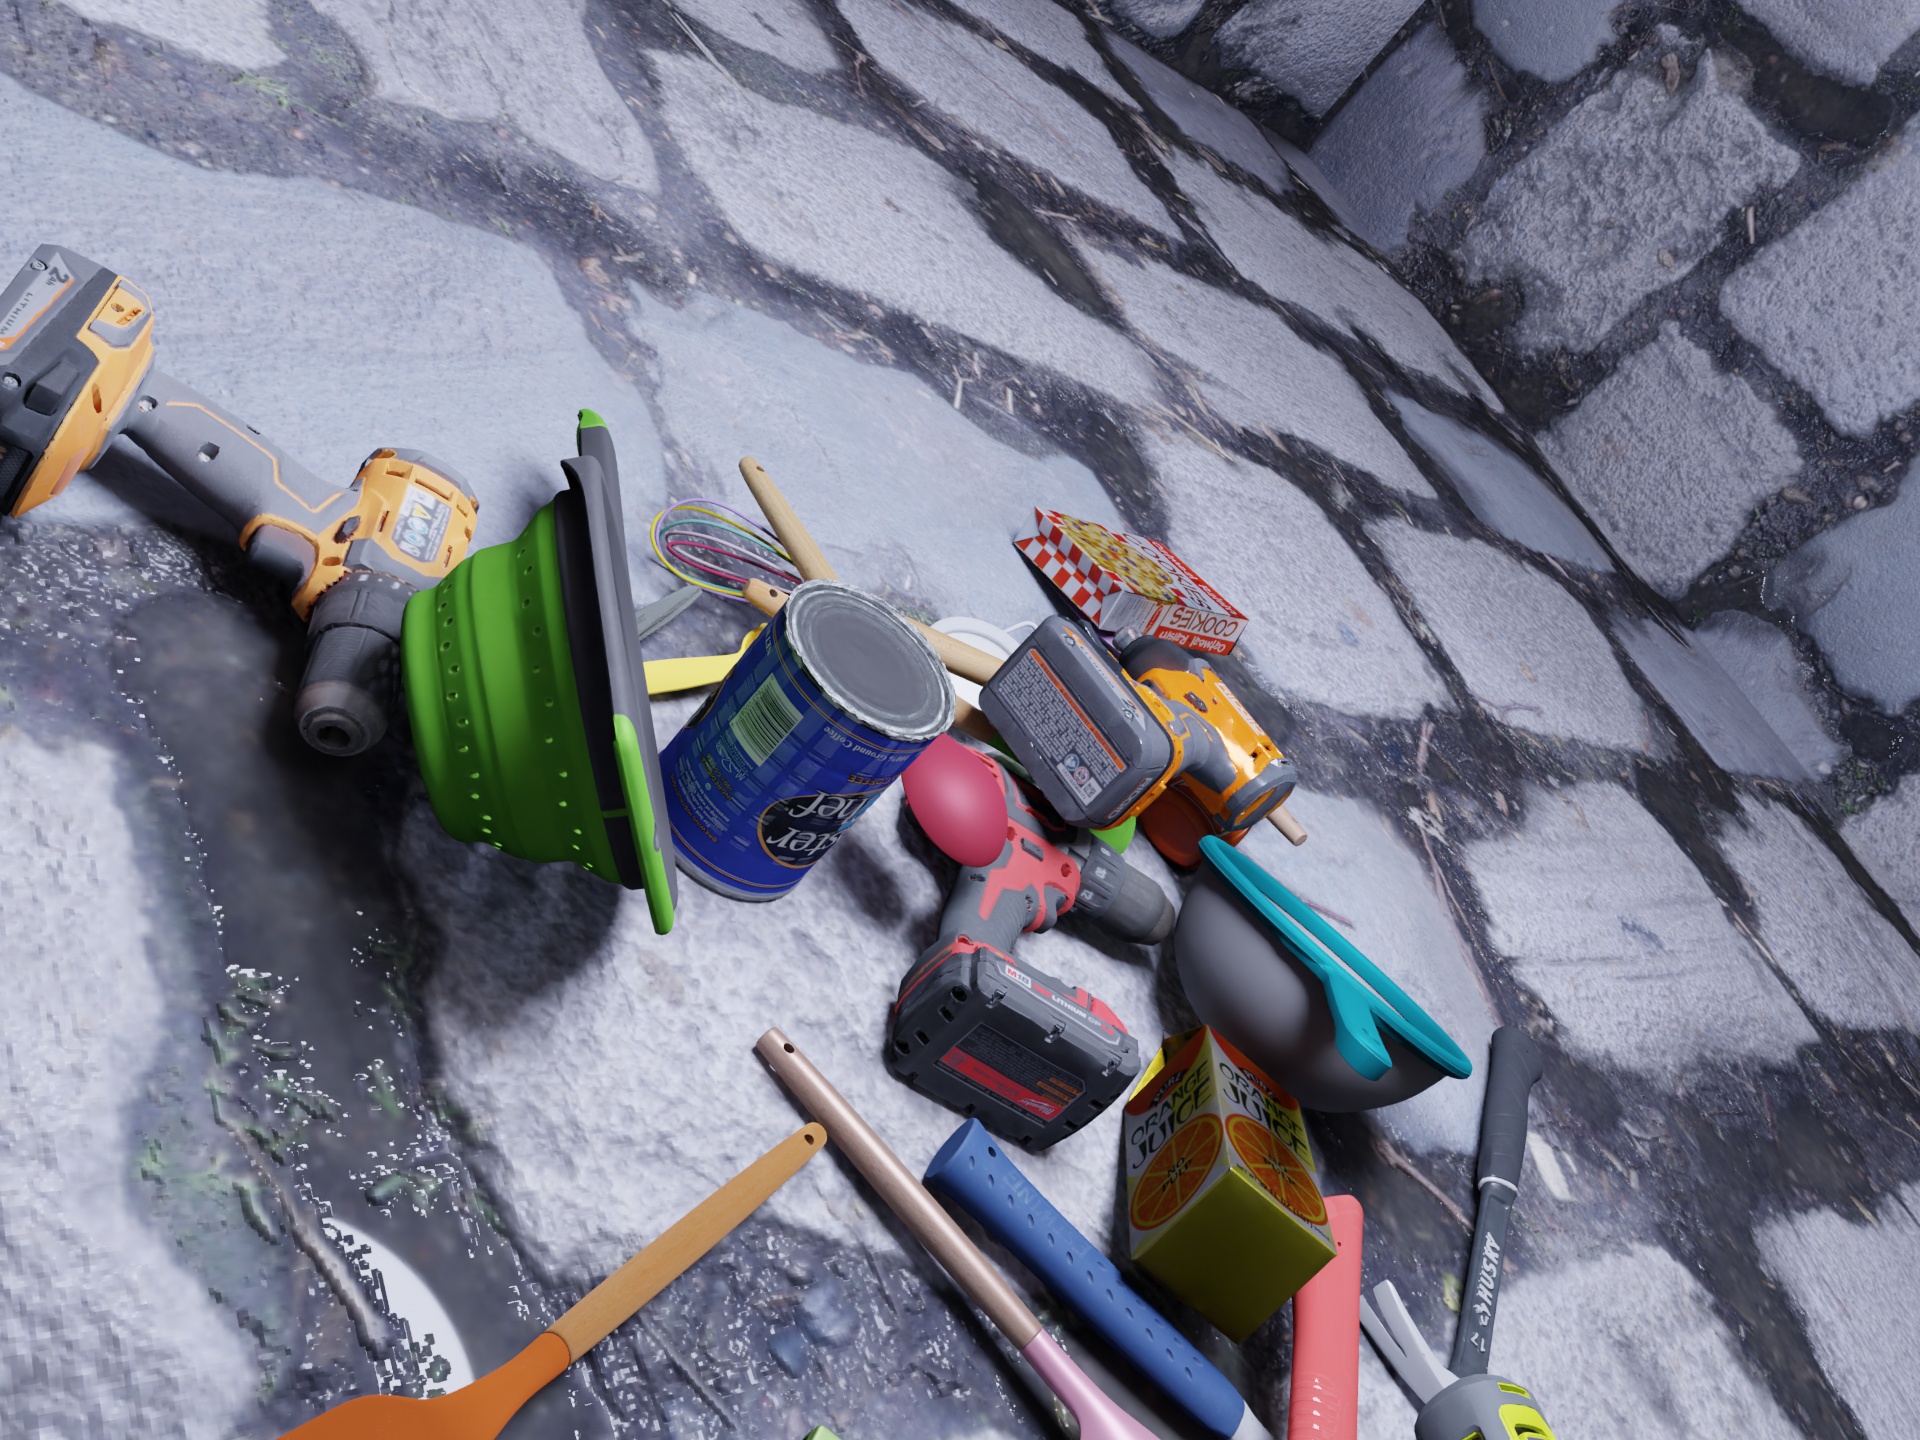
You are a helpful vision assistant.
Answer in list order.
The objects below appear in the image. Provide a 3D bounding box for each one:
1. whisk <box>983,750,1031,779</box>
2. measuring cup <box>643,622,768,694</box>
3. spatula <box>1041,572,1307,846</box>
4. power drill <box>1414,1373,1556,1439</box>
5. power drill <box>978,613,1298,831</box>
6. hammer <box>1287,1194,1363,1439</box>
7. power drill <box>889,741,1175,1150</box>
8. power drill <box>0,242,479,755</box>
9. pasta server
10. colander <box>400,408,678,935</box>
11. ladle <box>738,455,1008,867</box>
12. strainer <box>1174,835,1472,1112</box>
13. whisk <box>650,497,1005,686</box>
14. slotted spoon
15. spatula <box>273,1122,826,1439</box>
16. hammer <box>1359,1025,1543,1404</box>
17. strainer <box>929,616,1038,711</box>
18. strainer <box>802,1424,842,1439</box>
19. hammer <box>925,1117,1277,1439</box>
[{"bbox_3d":[0.075,0.017,1.086,0.246,0.058,0.059,-13,93,-50],"label":"whisk"},{"bbox_3d":[-0.144,-0.020,0.905,0.156,0.029,0.062,-9,54,-39],"label":"measuring cup"},{"bbox_3d":[0.160,-0.017,1.200,0.059,0.018,0.316,10,33,-45],"label":"spatula"},{"bbox_3d":[0.344,0.438,0.785,0.228,0.080,0.191,24,27,-28],"label":"power drill"},{"bbox_3d":[0.111,-0.005,1.016,0.226,0.084,0.164,4,44,-55],"label":"power drill"},{"bbox_3d":[0.167,0.368,0.710,0.149,0.036,0.359,36,35,-10],"label":"hammer"},{"bbox_3d":[0.049,0.126,0.899,0.187,0.080,0.227,33,30,-18],"label":"power drill"},{"bbox_3d":[-0.334,-0.091,0.713,0.226,0.084,0.186,31,35,-29],"label":"power drill"},{"bbox_3d":[0.009,0.267,0.732,0.316,0.040,0.060,46,31,12],"label":"pasta server"},{"bbox_3d":[-0.205,-0.053,0.763,0.094,0.204,0.398,-10,36,-9],"label":"colander"},{"bbox_3d":[-0.058,-0.047,0.908,0.069,0.031,0.316,3,44,-46],"label":"ladle"},{"bbox_3d":[0.193,0.176,0.917,0.211,0.095,0.340,41,8,5],"label":"strainer"},{"bbox_3d":[-0.077,-0.067,0.978,0.244,0.051,0.047,23,29,-17],"label":"whisk"},{"bbox_3d":[-0.002,-0.003,0.977,0.313,0.031,0.070,31,47,-25],"label":"slotted spoon"},{"bbox_3d":[-0.143,0.229,0.603,0.081,0.041,0.322,49,27,9],"label":"spatula"},{"bbox_3d":[0.349,0.319,1.054,0.149,0.036,0.409,44,30,2],"label":"hammer"},{"bbox_3d":[-0.024,-0.006,1.005,0.087,0.050,0.258,44,36,8],"label":"strainer"},{"bbox_3d":[-0.125,0.312,0.476,0.256,0.069,0.152,12,46,-41],"label":"strainer"},{"bbox_3d":[0.139,0.350,0.770,0.405,0.035,0.144,44,31,-1],"label":"hammer"}]
